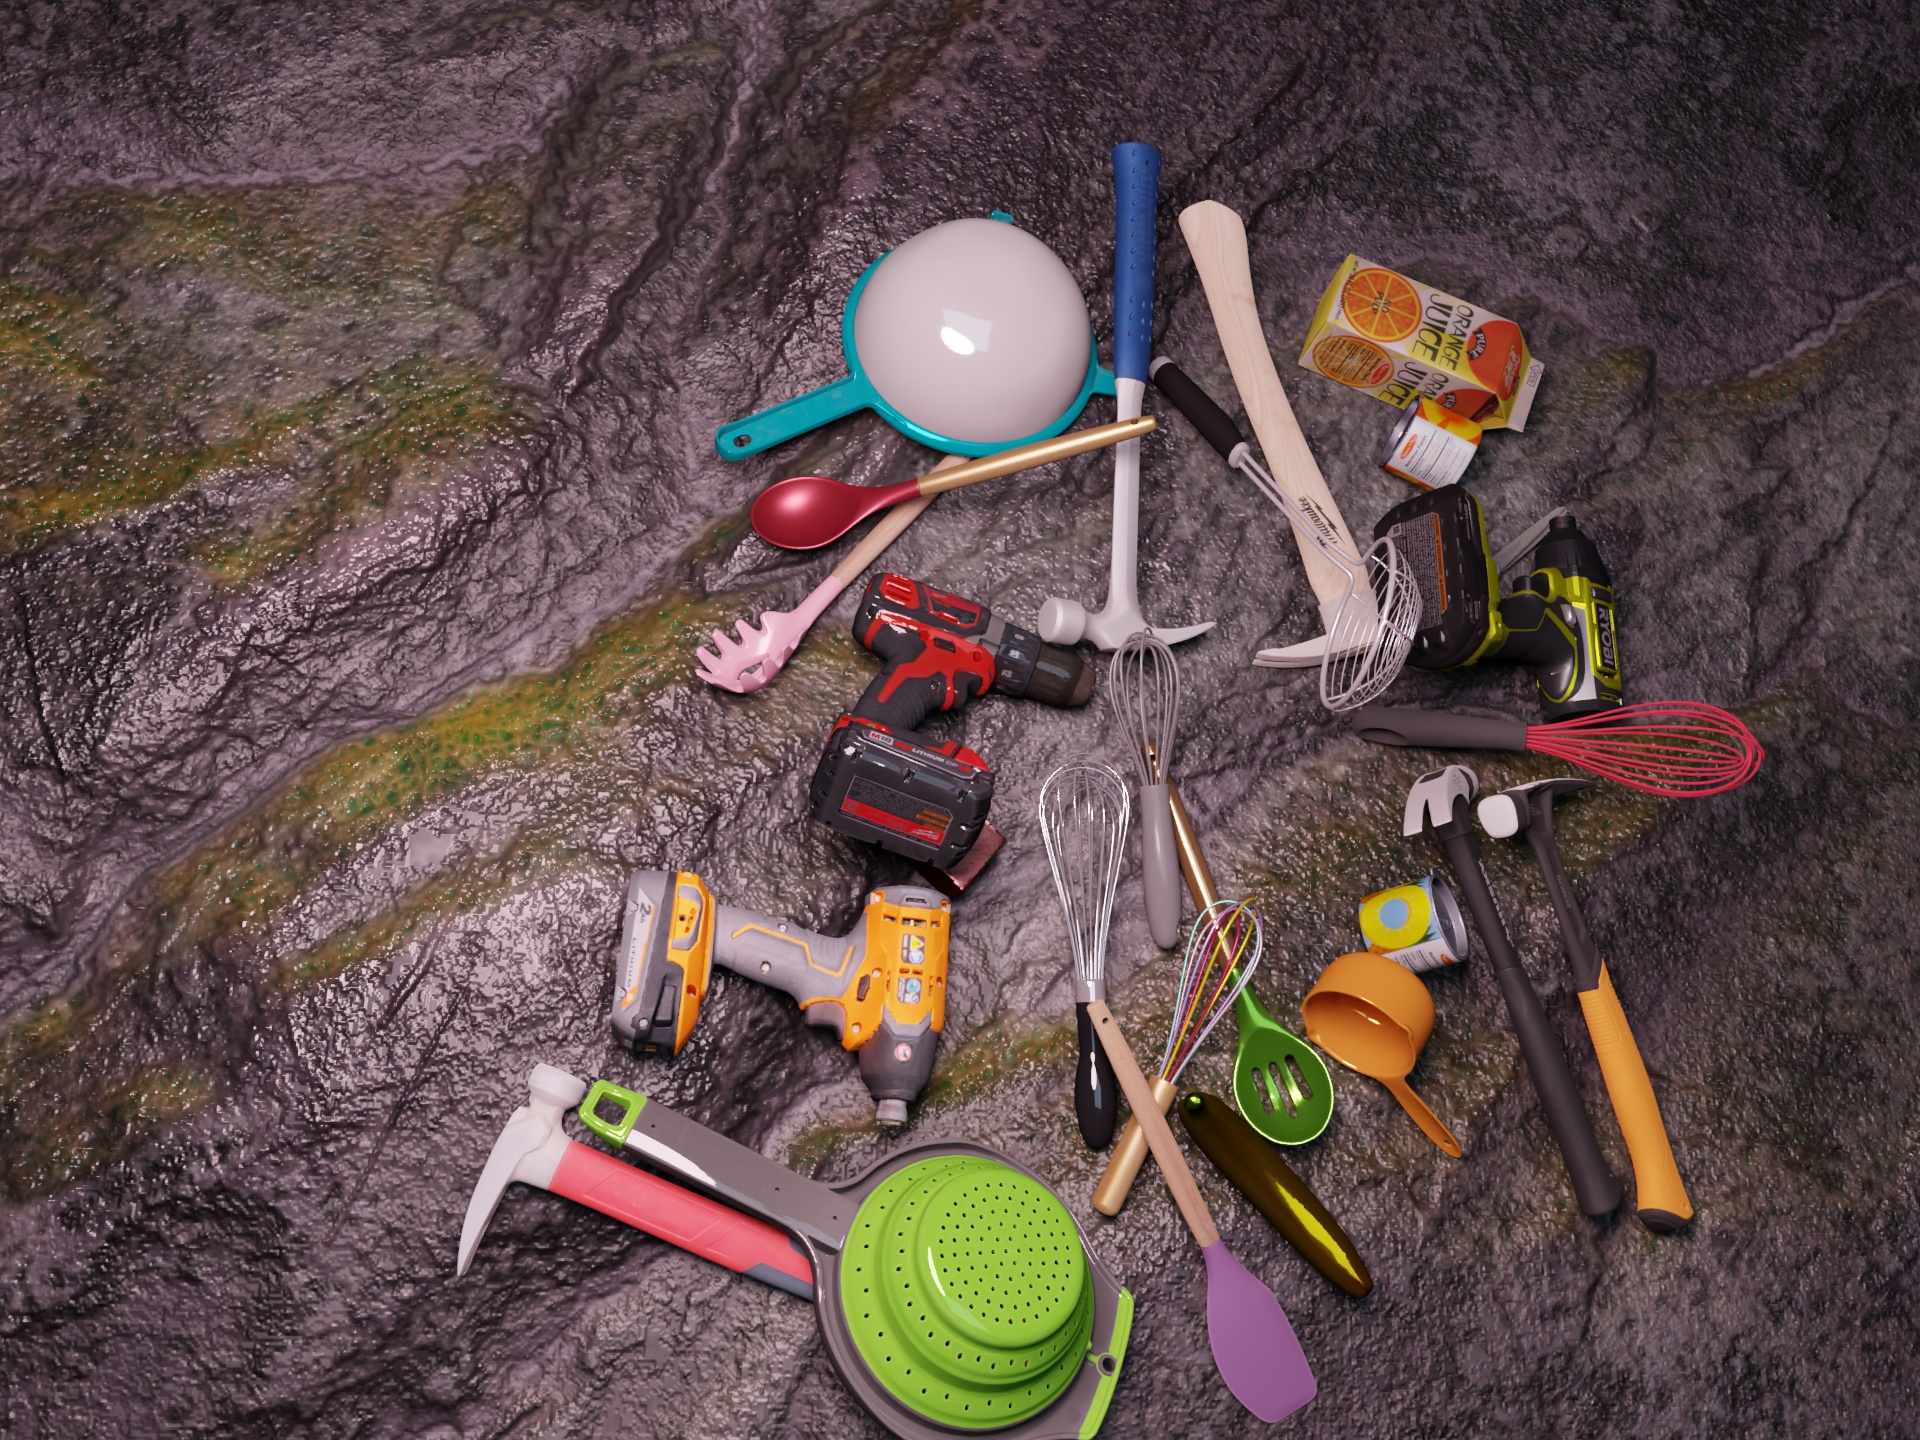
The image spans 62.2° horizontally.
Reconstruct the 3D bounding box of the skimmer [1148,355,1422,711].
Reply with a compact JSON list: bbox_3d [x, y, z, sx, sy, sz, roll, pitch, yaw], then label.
[{"bbox_3d":[0.223,-0.160,1.201,0.090,0.127,0.364,-13,52,-29],"label":"skimmer"}]

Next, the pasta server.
[{"bbox_3d":[-0.080,-0.129,1.221,0.060,0.040,0.316,28,66,36],"label":"pasta server"}]

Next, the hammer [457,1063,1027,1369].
[{"bbox_3d":[-0.137,0.371,1.062,0.386,0.038,0.143,23,73,-1],"label":"hammer"}]

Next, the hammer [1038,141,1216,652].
[{"bbox_3d":[0.136,-0.251,1.239,0.144,0.035,0.406,7,80,-27],"label":"hammer"}]

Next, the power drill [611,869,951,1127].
[{"bbox_3d":[-0.121,0.189,1.093,0.226,0.084,0.164,7,67,-9],"label":"power drill"}]

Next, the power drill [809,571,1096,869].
[{"bbox_3d":[-0.002,-0.004,1.139,0.188,0.080,0.227,20,42,-5],"label":"power drill"}]

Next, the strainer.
[{"bbox_3d":[-0.036,-0.292,1.228,0.340,0.095,0.211,-28,76,-22],"label":"strainer"}]

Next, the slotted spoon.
[{"bbox_3d":[0.195,0.159,1.178,0.070,0.031,0.314,-21,74,4],"label":"slotted spoon"}]

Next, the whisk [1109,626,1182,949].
[{"bbox_3d":[0.144,0.050,1.177,0.055,0.055,0.239,-4,88,-9],"label":"whisk"}]

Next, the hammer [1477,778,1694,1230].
[{"bbox_3d":[0.479,0.208,1.185,0.127,0.034,0.337,-8,79,-42],"label":"hammer"}]

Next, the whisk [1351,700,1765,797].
[{"bbox_3d":[0.449,0.013,1.208,0.296,0.073,0.073,5,72,15],"label":"whisk"}]

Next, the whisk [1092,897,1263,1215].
[{"bbox_3d":[0.152,0.234,1.126,0.051,0.047,0.245,27,83,1],"label":"whisk"}]

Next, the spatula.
[{"bbox_3d":[0.159,0.337,1.096,0.060,0.018,0.316,-25,91,-12],"label":"spatula"}]

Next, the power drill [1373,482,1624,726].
[{"bbox_3d":[0.422,-0.097,1.226,0.223,0.080,0.171,12,71,-35],"label":"power drill"}]

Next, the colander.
[{"bbox_3d":[-0.059,0.319,1.022,0.397,0.094,0.205,27,50,-1],"label":"colander"}]

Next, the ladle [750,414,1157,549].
[{"bbox_3d":[-0.006,-0.185,1.202,0.315,0.031,0.069,-13,62,11],"label":"ladle"}]

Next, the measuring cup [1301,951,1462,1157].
[{"bbox_3d":[0.322,0.240,1.155,0.173,0.095,0.052,50,56,-13],"label":"measuring cup"}]

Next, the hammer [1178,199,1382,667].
[{"bbox_3d":[0.248,-0.241,1.299,0.146,0.038,0.411,-16,74,-3],"label":"hammer"}]

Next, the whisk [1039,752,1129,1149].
[{"bbox_3d":[0.092,0.164,1.151,0.070,0.070,0.285,0,78,-8],"label":"whisk"}]

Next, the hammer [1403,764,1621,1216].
[{"bbox_3d":[0.405,0.196,1.162,0.035,0.146,0.335,-23,83,27],"label":"hammer"}]
